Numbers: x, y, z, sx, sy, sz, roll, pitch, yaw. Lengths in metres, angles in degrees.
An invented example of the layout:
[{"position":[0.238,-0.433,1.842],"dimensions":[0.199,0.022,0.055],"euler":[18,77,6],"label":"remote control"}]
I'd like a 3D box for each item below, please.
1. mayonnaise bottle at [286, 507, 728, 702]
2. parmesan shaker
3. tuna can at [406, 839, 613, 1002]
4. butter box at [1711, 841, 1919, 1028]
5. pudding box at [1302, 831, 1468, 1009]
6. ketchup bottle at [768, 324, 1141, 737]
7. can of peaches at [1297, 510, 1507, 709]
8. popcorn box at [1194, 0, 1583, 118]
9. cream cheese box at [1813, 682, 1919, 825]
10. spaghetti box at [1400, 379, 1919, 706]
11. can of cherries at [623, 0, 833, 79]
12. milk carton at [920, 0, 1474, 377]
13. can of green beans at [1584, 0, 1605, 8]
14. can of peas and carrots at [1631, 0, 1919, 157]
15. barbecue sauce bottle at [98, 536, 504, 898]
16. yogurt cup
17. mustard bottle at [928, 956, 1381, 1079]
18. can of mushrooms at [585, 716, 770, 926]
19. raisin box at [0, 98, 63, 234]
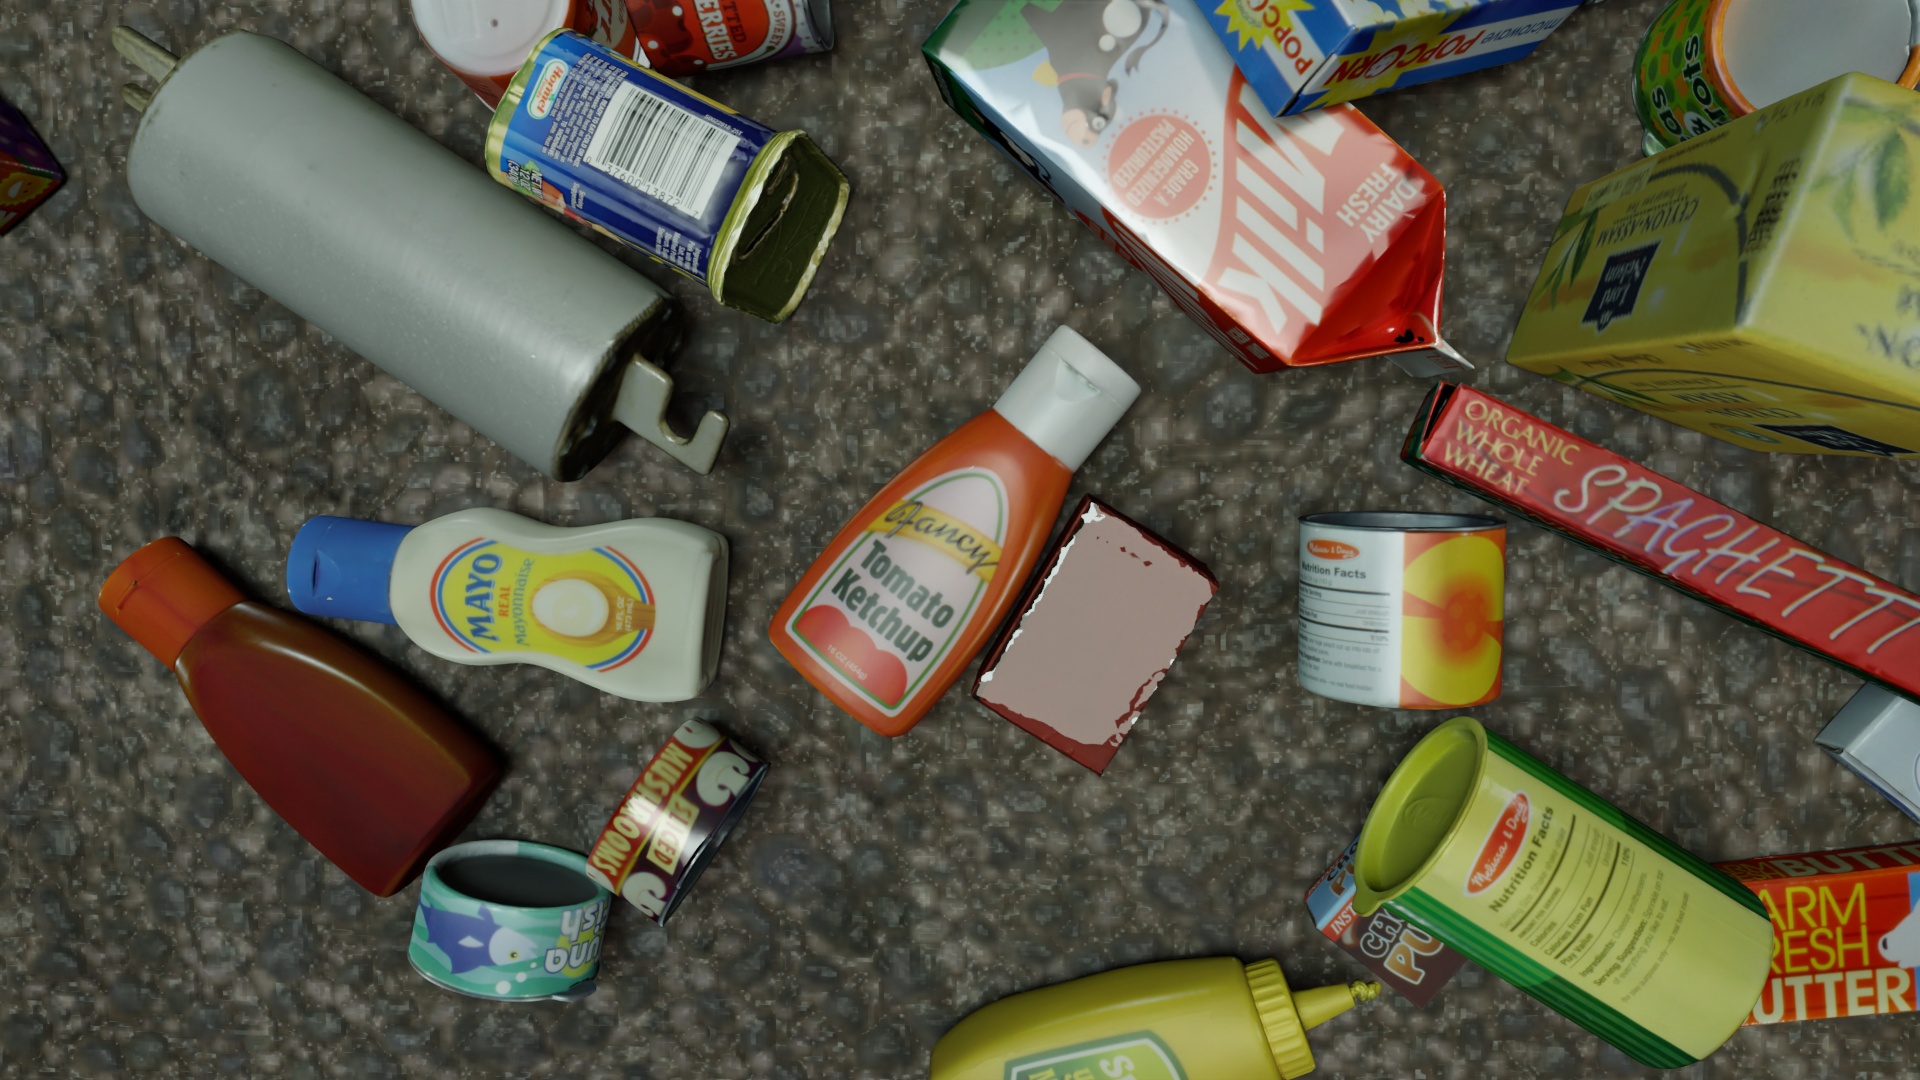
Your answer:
[{"position":[-0.160,0.018,0.495],"dimensions":[0.148,0.041,0.064],"euler":[7,97,3],"label":"mayonnaise bottle"},{"position":[0.185,0.112,0.435],"dimensions":[0.103,0.071,0.071],"euler":[32,97,-1],"label":"parmesan shaker"},{"position":[-0.156,0.134,0.491],"dimensions":[0.071,0.071,0.032],"euler":[13,96,3],"label":"tuna can"},{"position":[0.305,0.136,0.481],"dimensions":[0.103,0.024,0.053],"euler":[-7,95,5],"label":"butter box"},{"position":[0.166,0.114,0.486],"dimensions":[0.049,0.030,0.083],"euler":[39,96,0],"label":"pudding box"},{"position":[0.002,-0.006,0.481],"dimensions":[0.065,0.043,0.148],"euler":[40,96,5],"label":"ketchup bottle"},{"position":[0.148,0.021,0.462],"dimensions":[0.071,0.071,0.058],"euler":[0,95,4],"label":"can of peaches"},{"position":[0.124,-0.181,0.418],"dimensions":[0.127,0.038,0.085],"euler":[-22,77,-33],"label":"popcorn box"},{"position":[0.349,0.048,0.470],"dimensions":[0.053,0.024,0.103],"euler":[40,96,2],"label":"cream cheese box"},{"position":[0.262,0.015,0.444],"dimensions":[0.250,0.050,0.028],"euler":[27,97,10],"label":"spaghetti box"},{"position":[-0.078,-0.189,0.457],"dimensions":[0.058,0.071,0.071],"euler":[-9,94,5],"label":"can of cherries"},{"position":[0.084,-0.117,0.451],"dimensions":[0.190,0.072,0.073],"euler":[41,96,0],"label":"milk carton"},{"position":[0.216,-0.212,0.437],"dimensions":[0.071,0.071,0.058],"euler":[-29,92,6],"label":"can of green beans"},{"position":[0.257,-0.153,0.443],"dimensions":[0.071,0.059,0.071],"euler":[0,95,4],"label":"can of peas and carrots"},{"position":[-0.242,0.059,0.503],"dimensions":[0.148,0.044,0.065],"euler":[40,96,1],"label":"barbecue sauce bottle"},{"position":[-0.149,-0.179,0.472],"dimensions":[0.072,0.054,0.072],"euler":[0,95,5],"label":"yogurt cup"},{"position":[0.070,0.180,0.488],"dimensions":[0.160,0.049,0.065],"euler":[-21,95,6],"label":"mustard bottle"},{"position":[-0.098,0.097,0.483],"dimensions":[0.033,0.071,0.071],"euler":[34,97,2],"label":"can of mushrooms"},{"position":[-0.375,-0.150,0.455],"dimensions":[0.040,0.123,0.086],"euler":[-39,92,7],"label":"raisin box"}]
